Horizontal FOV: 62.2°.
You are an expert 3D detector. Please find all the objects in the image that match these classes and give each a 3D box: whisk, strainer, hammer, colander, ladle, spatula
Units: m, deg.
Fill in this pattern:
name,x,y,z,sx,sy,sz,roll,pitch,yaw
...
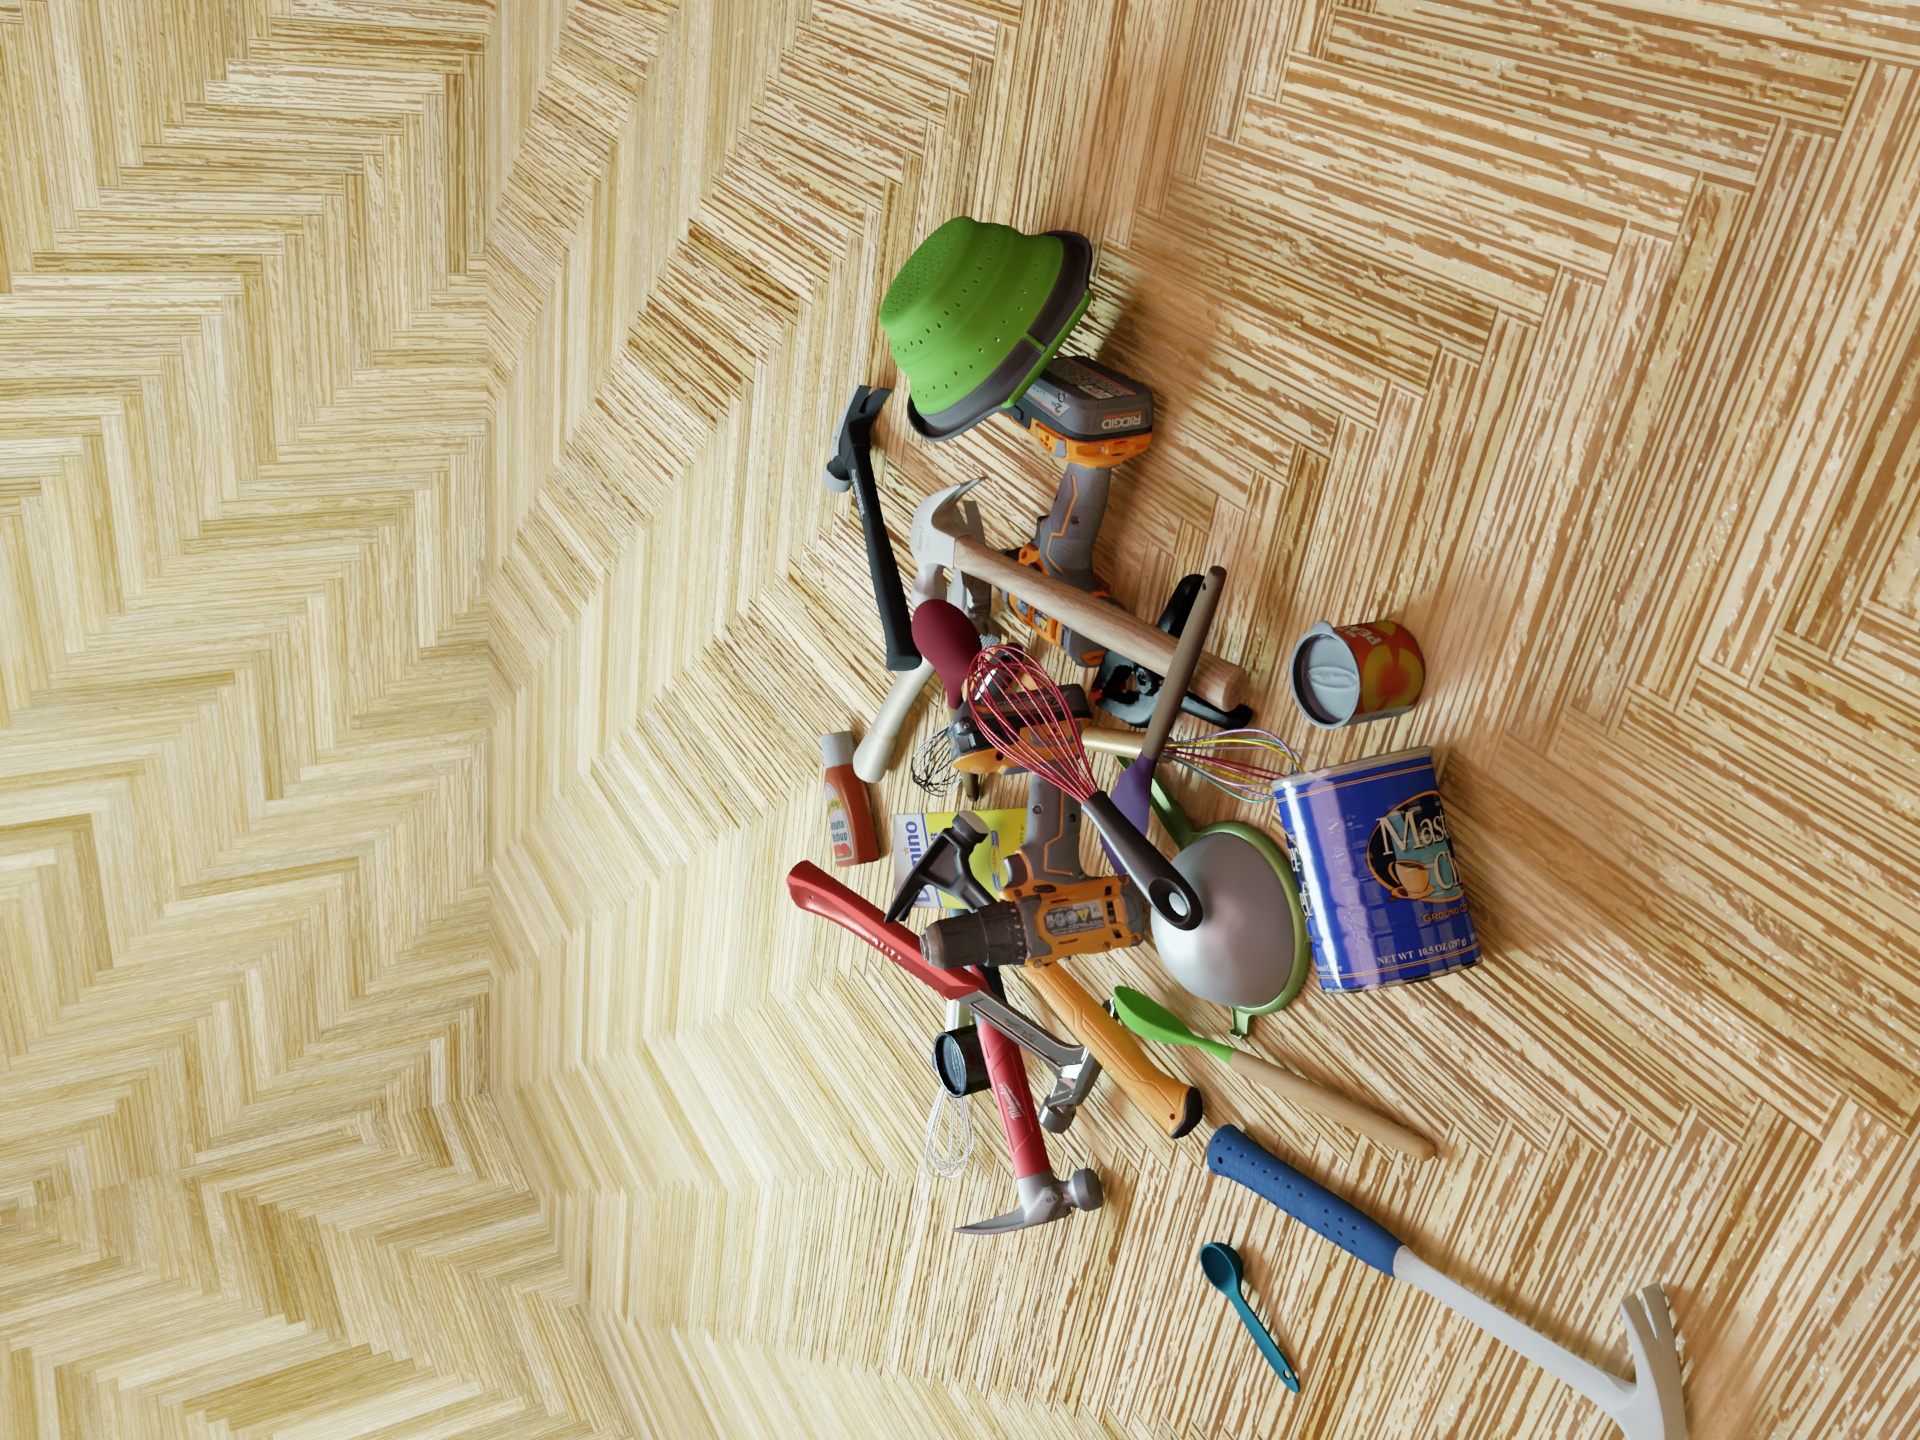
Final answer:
name,x,y,z,sx,sy,sz,roll,pitch,yaw
whisk,0.172,0.028,1.208,0.245,0.047,0.051,9,81,57
strainer,0.168,0.116,1.231,0.257,0.069,0.151,59,144,31
hammer,-0.080,-0.181,1.549,0.146,0.035,0.335,116,149,-45
whisk,0.092,0.048,1.226,0.296,0.073,0.073,52,140,29
hammer,0.082,-0.093,1.232,0.332,0.031,0.130,30,131,35
colander,-0.023,-0.357,1.342,0.204,0.094,0.397,-53,26,4
whisk,-0.007,0.356,1.629,0.058,0.059,0.246,18,109,48
ladle,-0.002,-0.005,1.418,0.069,0.031,0.315,26,156,20
hammer,0.075,0.231,1.366,0.337,0.034,0.127,44,107,26
hammer,0.310,0.369,1.086,0.406,0.035,0.144,20,115,57
whisk,0.009,0.001,1.496,0.055,0.055,0.238,66,147,25
spatula,0.148,0.008,1.176,0.315,0.018,0.060,103,151,-45
hammer,-0.046,-0.052,1.554,0.410,0.038,0.146,124,142,-59
hammer,-0.019,0.224,1.473,0.359,0.036,0.149,31,117,26
hammer,0.017,0.286,1.514,0.143,0.038,0.387,-20,71,16

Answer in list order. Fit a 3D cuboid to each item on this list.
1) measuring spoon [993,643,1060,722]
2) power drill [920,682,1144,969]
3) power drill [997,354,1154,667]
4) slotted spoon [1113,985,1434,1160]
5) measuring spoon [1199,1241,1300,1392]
name,x,y,z,sx,sy,sz,roll,pitch,yaw
measuring spoon,0.064,-0.034,1.435,0.117,0.011,0.021,48,142,39
power drill,0.044,0.095,1.331,0.084,0.185,0.226,123,136,-77
power drill,0.080,-0.176,1.298,0.164,0.084,0.226,42,137,48
slotted spoon,0.225,0.264,1.197,0.314,0.070,0.031,17,86,52
measuring spoon,0.237,0.473,1.270,0.129,0.021,0.042,57,144,21
